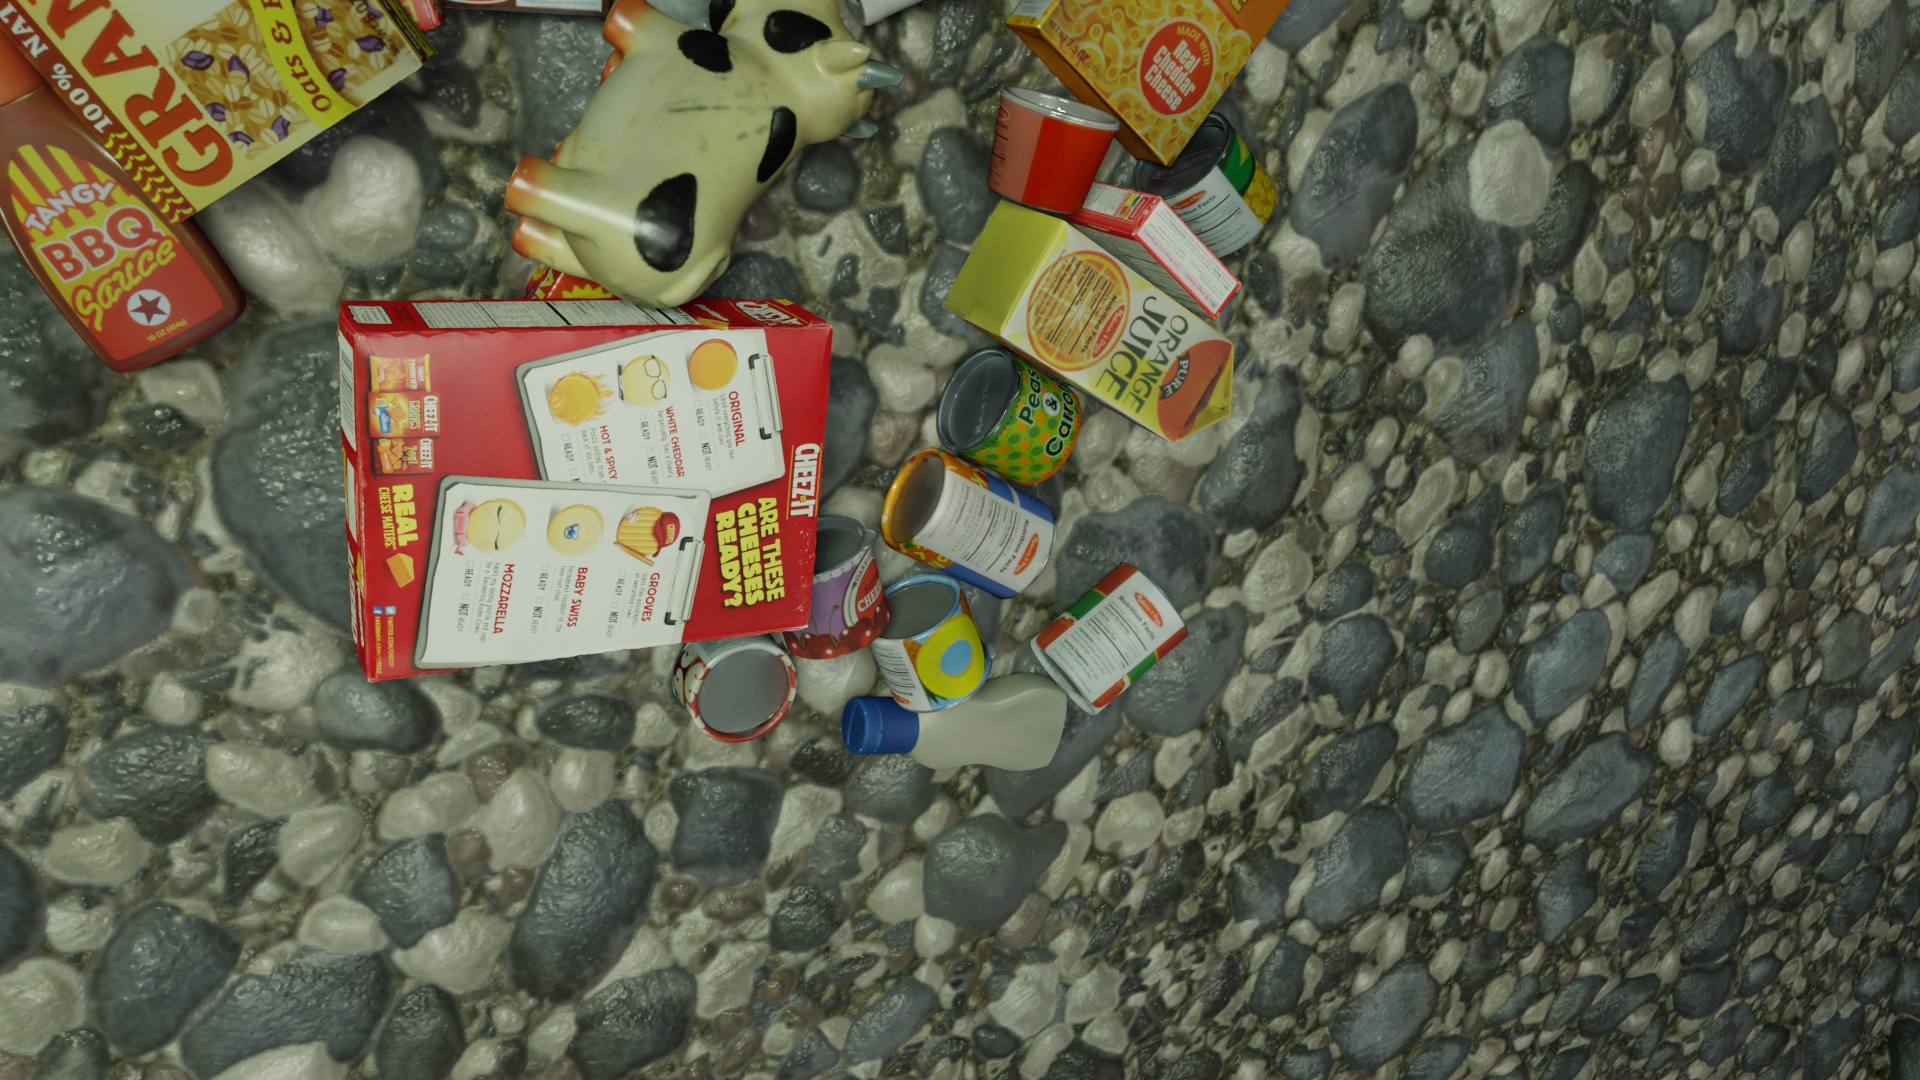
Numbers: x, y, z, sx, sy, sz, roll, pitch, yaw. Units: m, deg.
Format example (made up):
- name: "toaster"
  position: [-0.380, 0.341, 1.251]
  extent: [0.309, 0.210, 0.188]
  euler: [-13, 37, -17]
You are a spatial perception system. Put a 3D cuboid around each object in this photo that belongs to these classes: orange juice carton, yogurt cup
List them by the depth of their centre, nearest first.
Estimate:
- name: "yogurt cup"
  position: [0.048, -0.215, 0.767]
  extent: [0.072, 0.072, 0.053]
  euler: [1, 118, -31]
- name: "orange juice carton"
  position: [0.091, -0.120, 0.829]
  extent: [0.192, 0.072, 0.073]
  euler: [26, 97, -36]

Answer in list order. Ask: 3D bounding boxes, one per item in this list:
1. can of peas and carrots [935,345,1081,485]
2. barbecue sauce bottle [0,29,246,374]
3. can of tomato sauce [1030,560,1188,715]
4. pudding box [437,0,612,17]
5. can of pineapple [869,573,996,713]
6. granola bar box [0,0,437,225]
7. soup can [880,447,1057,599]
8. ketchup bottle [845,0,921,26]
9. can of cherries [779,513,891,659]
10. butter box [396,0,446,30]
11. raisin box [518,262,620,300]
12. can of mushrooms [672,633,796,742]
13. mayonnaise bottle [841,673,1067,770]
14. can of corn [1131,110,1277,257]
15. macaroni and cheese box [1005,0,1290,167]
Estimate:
- name: "can of peas and carrots"
  position: [0.030, -0.073, 0.815]
  extent: [0.058, 0.071, 0.071]
  euler: [25, 97, -37]
- name: "barbecue sauce bottle"
  position: [-0.363, -0.144, 0.565]
  extent: [0.065, 0.044, 0.148]
  euler: [-30, 123, -10]
- name: "can of tomato sauce"
  position: [0.098, 0.065, 0.921]
  extent: [0.083, 0.071, 0.071]
  euler: [-39, 126, -9]
- name: "pudding box"
  position: [-0.200, -0.262, 0.618]
  extent: [0.084, 0.030, 0.049]
  euler: [-7, 116, -28]
- name: "can of pineapple"
  position: [-0.019, 0.061, 0.848]
  extent: [0.071, 0.071, 0.057]
  euler: [-32, 124, -15]
- name: "granola bar box"
  position: [-0.307, -0.225, 0.532]
  extent: [0.124, 0.039, 0.165]
  euler: [-31, 115, 4]
- name: "soup can"
  position: [0.003, -0.010, 0.829]
  extent: [0.084, 0.071, 0.071]
  euler: [26, 97, -32]
- name: "ketchup bottle"
  position: [0.009, -0.309, 0.705]
  extent: [0.149, 0.065, 0.043]
  euler: [-27, 135, -8]
- name: "can of cherries"
  position: [-0.076, 0.026, 0.796]
  extent: [0.072, 0.071, 0.058]
  euler: [-26, 122, -19]
- name: "butter box"
  position: [-0.273, -0.230, 0.574]
  extent: [0.103, 0.024, 0.053]
  euler: [-13, 118, -5]
- name: "raisin box"
  position: [-0.193, -0.079, 0.699]
  extent: [0.086, 0.040, 0.123]
  euler: [30, 95, -36]
- name: "can of mushrooms"
  position: [-0.131, 0.084, 0.812]
  extent: [0.071, 0.033, 0.070]
  euler: [-13, 117, -26]
- name: "mayonnaise bottle"
  position: [-0.003, 0.118, 0.899]
  extent: [0.148, 0.041, 0.064]
  euler: [4, 109, -31]
- name: "can of corn"
  position: [0.146, -0.212, 0.826]
  extent: [0.071, 0.071, 0.058]
  euler: [-52, 127, -1]
- name: "macaroni and cheese box"
  position: [0.120, -0.316, 0.779]
  extent: [0.123, 0.040, 0.166]
  euler: [35, 92, -37]
